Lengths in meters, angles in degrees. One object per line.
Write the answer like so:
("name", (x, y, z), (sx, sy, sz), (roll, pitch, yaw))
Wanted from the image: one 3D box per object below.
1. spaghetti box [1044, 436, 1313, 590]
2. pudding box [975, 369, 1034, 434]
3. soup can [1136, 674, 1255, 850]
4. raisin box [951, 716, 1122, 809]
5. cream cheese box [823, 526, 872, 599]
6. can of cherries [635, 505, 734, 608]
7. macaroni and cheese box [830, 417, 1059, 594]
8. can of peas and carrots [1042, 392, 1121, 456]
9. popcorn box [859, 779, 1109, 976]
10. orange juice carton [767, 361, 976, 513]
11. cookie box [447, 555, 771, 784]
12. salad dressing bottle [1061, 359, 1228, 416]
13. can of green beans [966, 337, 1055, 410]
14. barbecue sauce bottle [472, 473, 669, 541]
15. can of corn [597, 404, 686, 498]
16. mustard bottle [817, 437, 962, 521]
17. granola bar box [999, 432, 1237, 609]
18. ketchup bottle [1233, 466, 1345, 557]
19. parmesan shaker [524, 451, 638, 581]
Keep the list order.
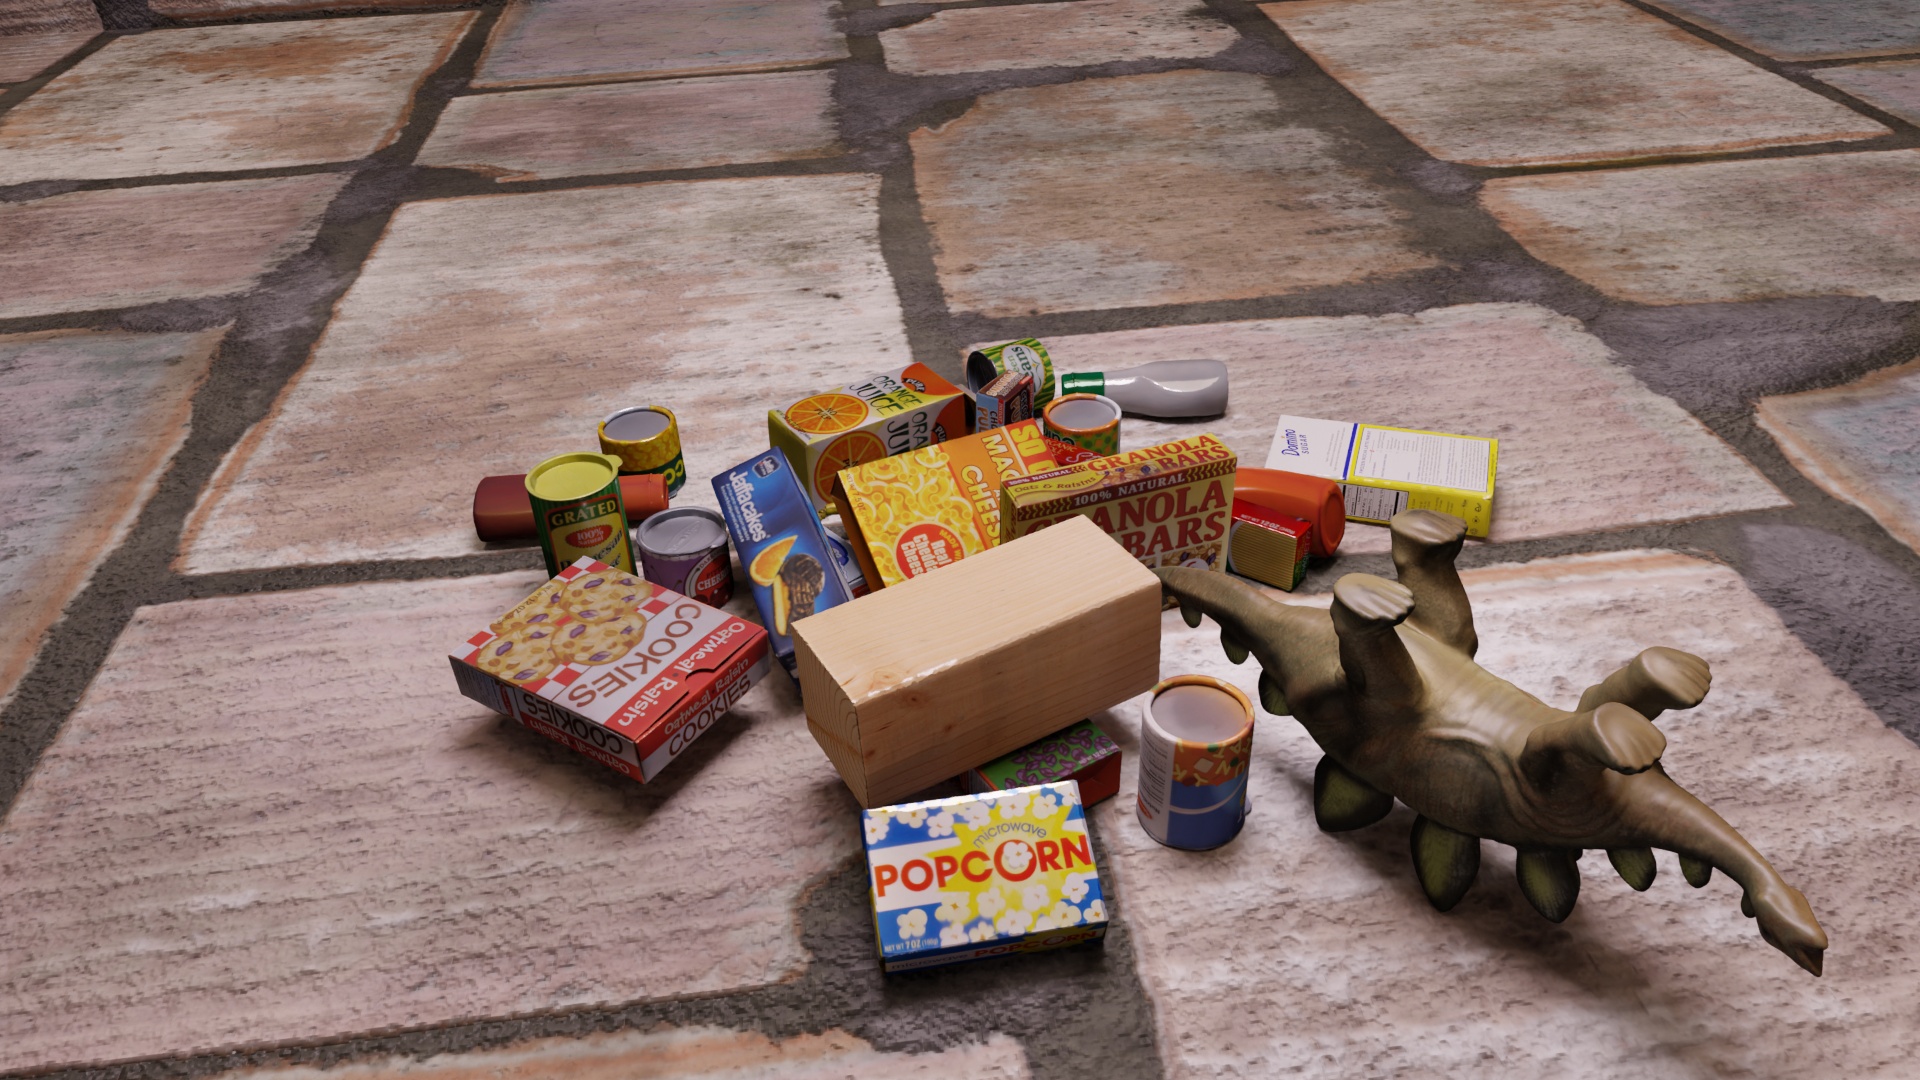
("spaghetti box", (0.152, -0.025, 1.088), (0.250, 0.050, 0.029), (20, 39, 30))
("pudding box", (0.037, -0.096, 1.169), (0.030, 0.083, 0.050), (20, 40, 25))
("soup can", (0.142, 0.131, 0.830), (0.071, 0.083, 0.072), (-1, 34, 1))
("raisin box", (0.032, 0.127, 0.883), (0.086, 0.039, 0.124), (-21, 38, -24))
("cream cheese box", (-0.111, 0.017, 1.063), (0.053, 0.024, 0.104), (-27, 41, -32))
("can of cherries", (-0.203, 0.016, 1.040), (0.071, 0.058, 0.072), (-1, 33, 1))
("macaroni and cheese box", (0.004, -0.013, 1.037), (0.167, 0.040, 0.124), (-17, 70, -20))
("can of peas and carrots", (0.100, -0.083, 1.168), (0.071, 0.058, 0.071), (-2, 34, 1))
("popcorn box", (0.012, 0.187, 0.773), (0.127, 0.038, 0.085), (-7, 57, -7))
("orange juice carton", (-0.060, -0.093, 1.179), (0.193, 0.072, 0.072), (-21, 38, -26))
("cookie box", (-0.227, 0.079, 0.906), (0.167, 0.040, 0.123), (18, 41, 28))
("salad dressing bottle", (0.166, -0.136, 1.256), (0.148, 0.043, 0.064), (-2, 36, 2))
("can of green beans", (0.046, -0.146, 1.255), (0.058, 0.071, 0.071), (-17, 37, -21))
("barbecue sauce bottle", (-0.314, -0.031, 1.129), (0.149, 0.043, 0.065), (-5, 35, -4))
("can of corn", (-0.268, -0.073, 1.174), (0.071, 0.058, 0.071), (-2, 34, 1))
("mustard bottle", (-0.040, -0.039, 1.105), (0.160, 0.065, 0.049), (-12, 29, -15))
("granola bar box", (0.110, -0.001, 0.990), (0.166, 0.123, 0.039), (-13, 37, -16))
("ketchup bottle", (0.223, -0.030, 1.085), (0.149, 0.064, 0.044), (15, 50, 37))
("parmesan shaker", (-0.278, -0.007, 1.039), (0.071, 0.102, 0.072), (-2, 35, 1))
